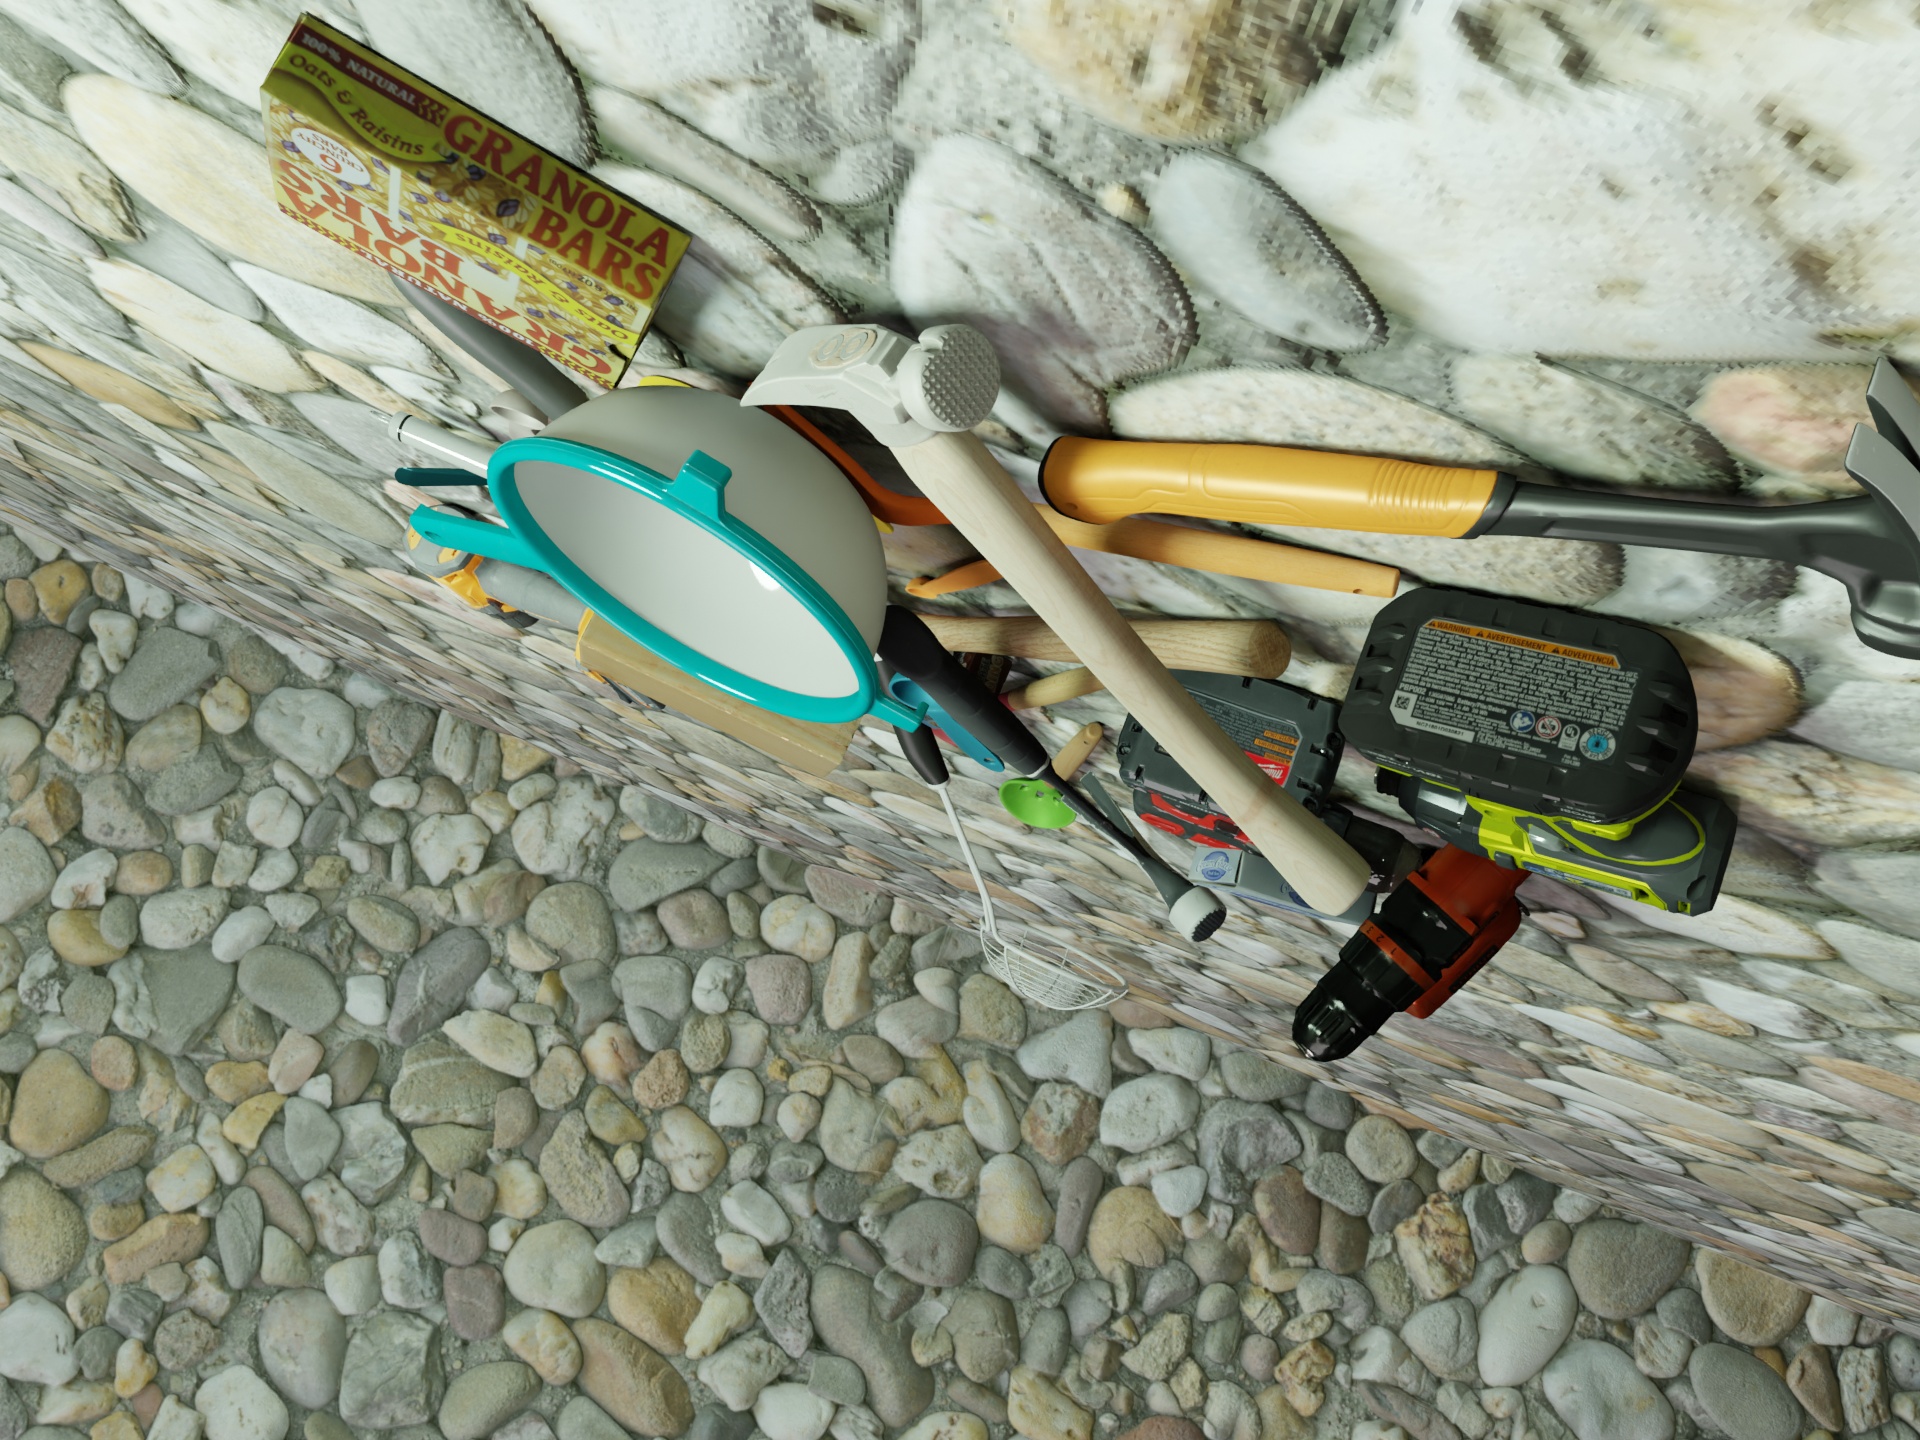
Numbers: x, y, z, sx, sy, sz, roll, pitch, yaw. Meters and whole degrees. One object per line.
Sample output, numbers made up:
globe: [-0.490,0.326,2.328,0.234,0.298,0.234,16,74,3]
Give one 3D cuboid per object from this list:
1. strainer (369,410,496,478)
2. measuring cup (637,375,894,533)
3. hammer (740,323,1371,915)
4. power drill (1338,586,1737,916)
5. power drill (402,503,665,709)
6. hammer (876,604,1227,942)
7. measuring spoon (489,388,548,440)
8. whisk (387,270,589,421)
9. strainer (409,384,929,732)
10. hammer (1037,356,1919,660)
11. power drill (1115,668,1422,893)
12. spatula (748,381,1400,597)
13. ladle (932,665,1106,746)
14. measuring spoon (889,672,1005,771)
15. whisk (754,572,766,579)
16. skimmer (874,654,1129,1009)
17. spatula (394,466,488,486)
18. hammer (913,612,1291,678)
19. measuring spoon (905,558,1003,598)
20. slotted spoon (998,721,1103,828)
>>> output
strainer: [-0.263,-0.149,1.013,0.258,0.050,0.087,23,-161,5]
measuring cup: [-0.106,-0.131,0.848,0.156,0.029,0.062,29,166,-18]
hammer: [0.069,-0.029,0.733,0.146,0.038,0.410,15,157,52]
power drill: [0.258,0.022,0.730,0.171,0.080,0.223,16,169,30]
power drill: [-0.334,-0.090,1.331,0.226,0.084,0.185,25,169,14]
hammer: [0.052,0.028,0.994,0.149,0.036,0.408,48,-176,35]
measuring spoon: [-0.264,-0.183,0.970,0.034,0.018,0.124,18,176,-11]
whisk: [-0.206,-0.170,0.848,0.055,0.055,0.238,11,158,45]
strainer: [-0.160,-0.107,0.807,0.341,0.095,0.210,15,156,39]
hammer: [0.160,-0.081,0.565,0.337,0.034,0.127,12,164,42]
power drill: [0.189,0.046,0.959,0.188,0.080,0.226,20,170,17]
spatula: [0.042,-0.100,0.734,0.323,0.041,0.081,13,163,23]
ladle: [0.047,-0.017,1.059,0.069,0.031,0.315,38,162,-14]
measuring spoon: [-0.002,-0.003,1.017,0.042,0.021,0.128,0,152,32]
whisk: [-0.117,-0.088,0.982,0.070,0.070,0.285,27,173,-14]
skimmer: [0.028,0.079,1.198,0.127,0.090,0.363,30,147,57]
spatula: [-0.233,-0.116,1.110,0.317,0.044,0.082,26,172,-18]
hammer: [0.041,-0.048,0.902,0.130,0.031,0.331,20,171,-42]
measuring spoon: [0.000,-0.084,0.908,0.021,0.011,0.117,18,168,-25]
slotted spoon: [0.079,0.042,1.251,0.070,0.031,0.313,23,166,0]
